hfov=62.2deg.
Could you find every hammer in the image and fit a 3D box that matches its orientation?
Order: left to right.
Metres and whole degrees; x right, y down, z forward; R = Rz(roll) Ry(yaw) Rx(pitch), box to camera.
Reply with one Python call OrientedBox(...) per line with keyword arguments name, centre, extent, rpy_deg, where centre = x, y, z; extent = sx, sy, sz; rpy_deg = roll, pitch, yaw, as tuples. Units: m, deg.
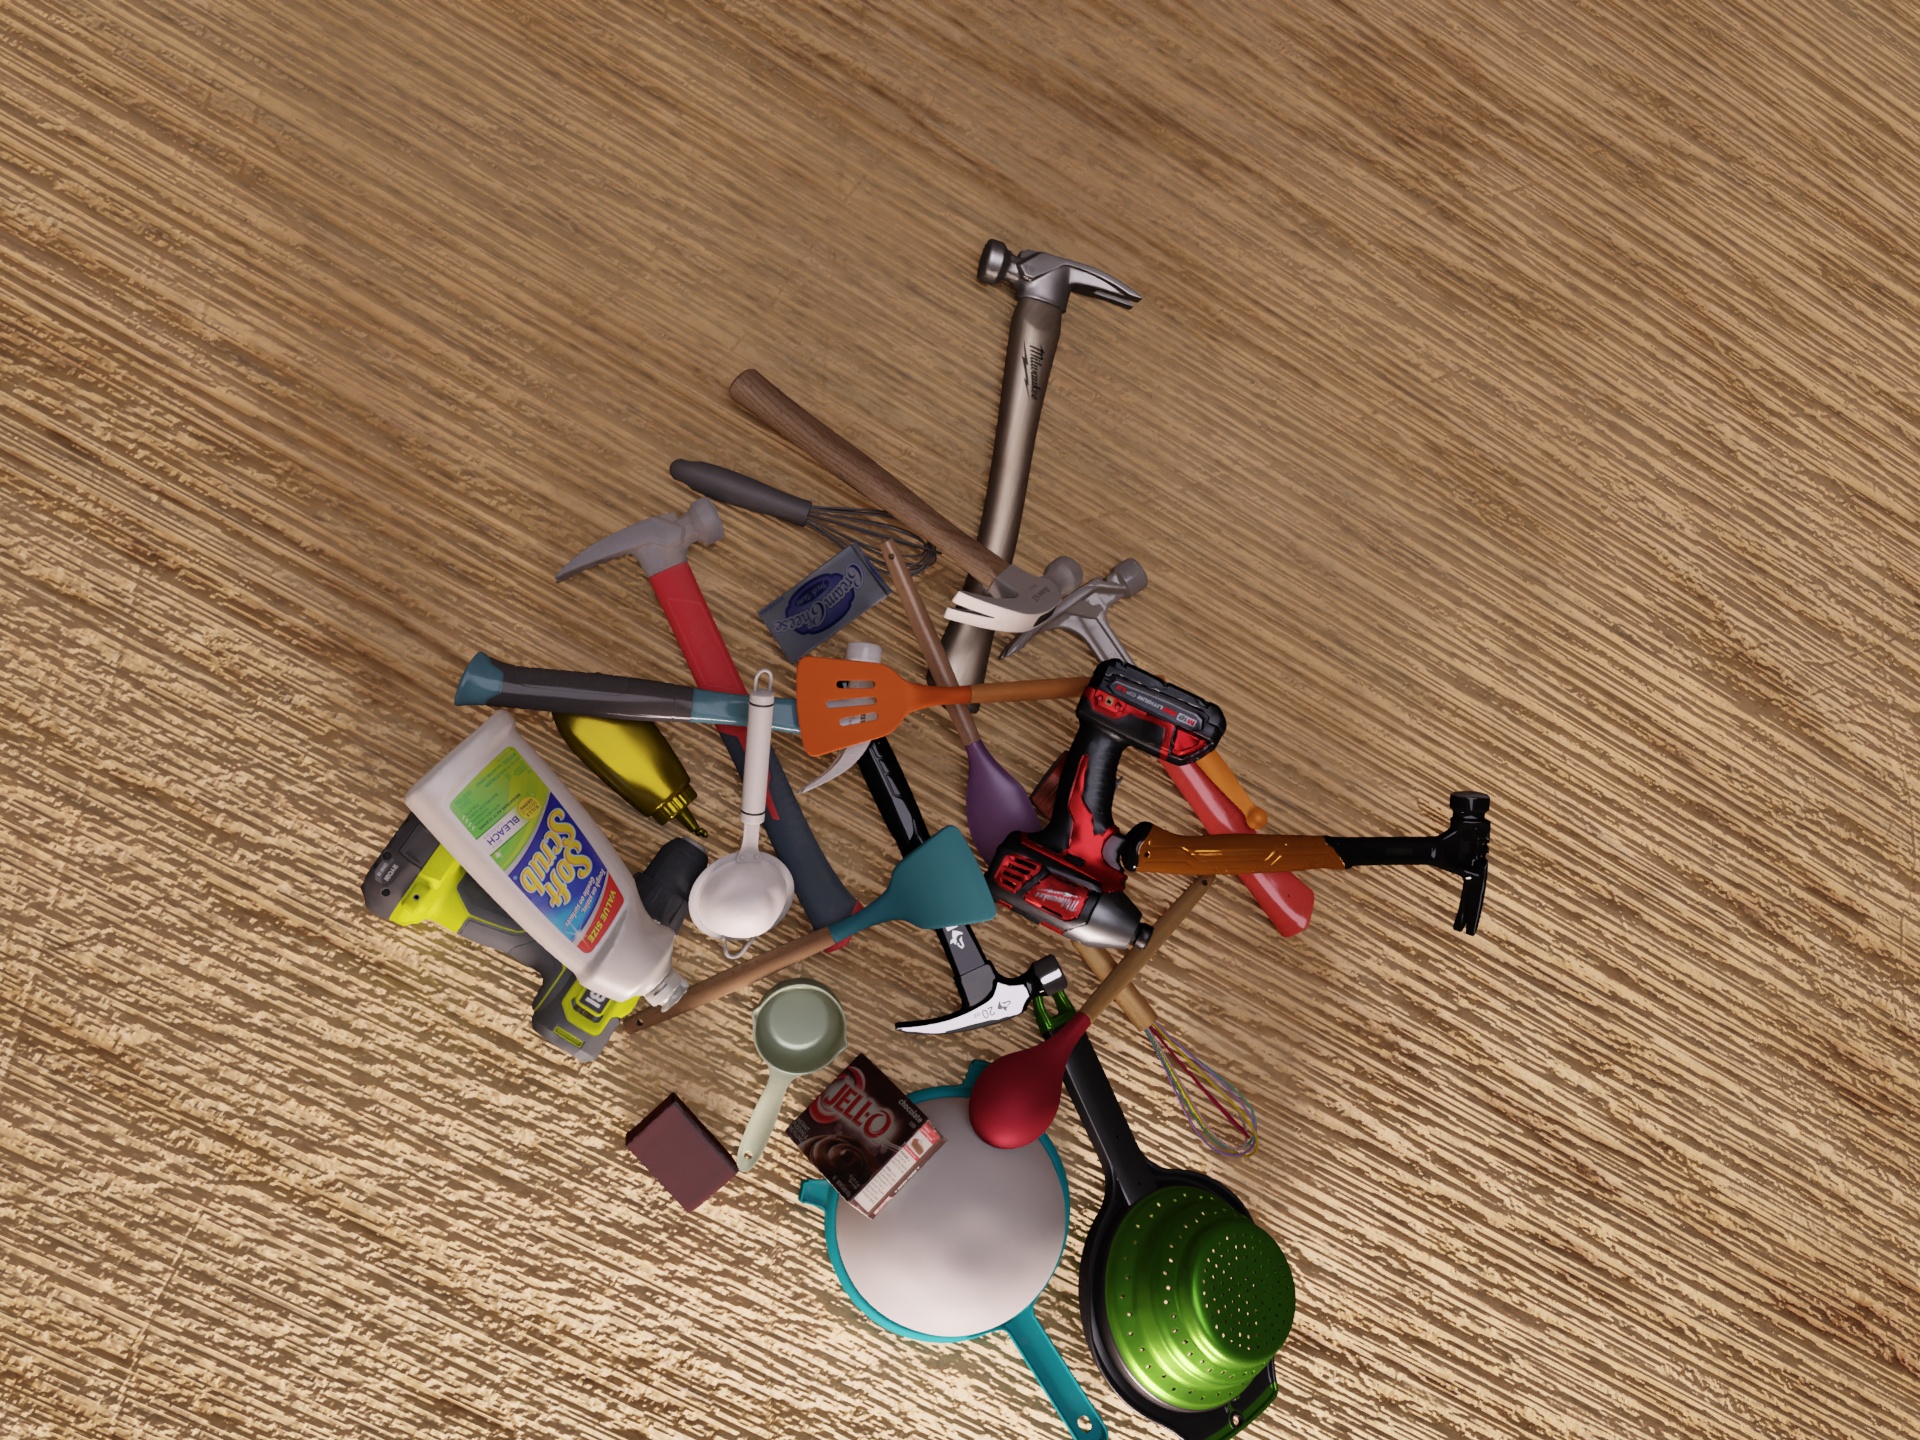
OrientedBox(name="hammer", centre=(-0.227, -0.015, 1.262), extent=(0.331, 0.033, 0.128), rpy_deg=(6, 82, -16))
OrientedBox(name="hammer", centre=(-0.193, 0.018, 1.312), extent=(0.143, 0.038, 0.386), rpy_deg=(-25, 91, -12))
OrientedBox(name="hammer", centre=(-0.058, -0.185, 1.315), extent=(0.331, 0.031, 0.130), rpy_deg=(37, 42, 9))
OrientedBox(name="hammer", centre=(-0.044, 0.103, 1.334), extent=(0.146, 0.035, 0.335), rpy_deg=(-25, 89, -4))
OrientedBox(name="hammer", centre=(0.050, -0.206, 1.385), extent=(0.146, 0.038, 0.411), rpy_deg=(13, 83, -12))
OrientedBox(name="hammer", centre=(0.189, 0.042, 1.395), extent=(0.149, 0.037, 0.359), rpy_deg=(-35, 93, -13))
OrientedBox(name="hammer", centre=(0.300, 0.122, 1.371), extent=(0.336, 0.034, 0.127), rpy_deg=(2, 94, -14))

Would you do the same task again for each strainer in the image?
OrientedBox(name="strainer", centre=(-0.165, 0.083, 1.252), extent=(0.086, 0.050, 0.258), rpy_deg=(-1, 110, -22))
OrientedBox(name="strainer", centre=(0.033, 0.464, 1.297), extent=(0.211, 0.095, 0.340), rpy_deg=(-33, 92, -13))

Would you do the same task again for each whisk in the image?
OrientedBox(name="whisk", centre=(-0.130, -0.175, 1.340), extent=(0.239, 0.055, 0.055), rpy_deg=(19, 82, -6))
OrientedBox(name="whisk", centre=(0.179, 0.277, 1.372), extent=(0.051, 0.047, 0.245), rpy_deg=(-38, 91, -11))

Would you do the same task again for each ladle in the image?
OrientedBox(name="ladle", centre=(0.121, 0.233, 1.335), extent=(0.069, 0.031, 0.315), rpy_deg=(43, 63, 7))

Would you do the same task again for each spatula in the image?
OrientedBox(name="spatula", centre=(-0.128, 0.183, 1.278), extent=(0.317, 0.044, 0.082), rpy_deg=(-25, 91, 1))
OrientedBox(name="spatula", centre=(-0.002, -0.004, 1.334), extent=(0.060, 0.018, 0.316), rpy_deg=(-22, 99, 7))
OrientedBox(name="spatula", centre=(0.024, -0.023, 1.317), extent=(0.322, 0.041, 0.081), rpy_deg=(-4, 85, -24))

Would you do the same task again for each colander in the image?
OrientedBox(name="colander", centre=(0.170, 0.394, 1.309), extent=(0.204, 0.094, 0.397), rpy_deg=(-19, 81, -36))

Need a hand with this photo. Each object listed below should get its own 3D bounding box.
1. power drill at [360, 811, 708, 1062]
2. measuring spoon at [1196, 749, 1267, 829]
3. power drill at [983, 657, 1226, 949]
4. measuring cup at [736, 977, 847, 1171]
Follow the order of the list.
OrientedBox(name="power drill", centre=(-0.329, 0.132, 1.255), extent=(0.228, 0.080, 0.190), rpy_deg=(35, 75, -10))
OrientedBox(name="measuring spoon", centre=(0.228, 0.047, 1.378), extent=(0.021, 0.011, 0.117), rpy_deg=(-40, 94, -12))
OrientedBox(name="power drill", centre=(0.124, 0.073, 1.287), extent=(0.143, 0.078, 0.220), rpy_deg=(26, 86, 9))
OrientedBox(name="measuring cup", centre=(-0.149, 0.289, 1.307), extent=(0.083, 0.038, 0.167), rpy_deg=(21, 96, -9))
